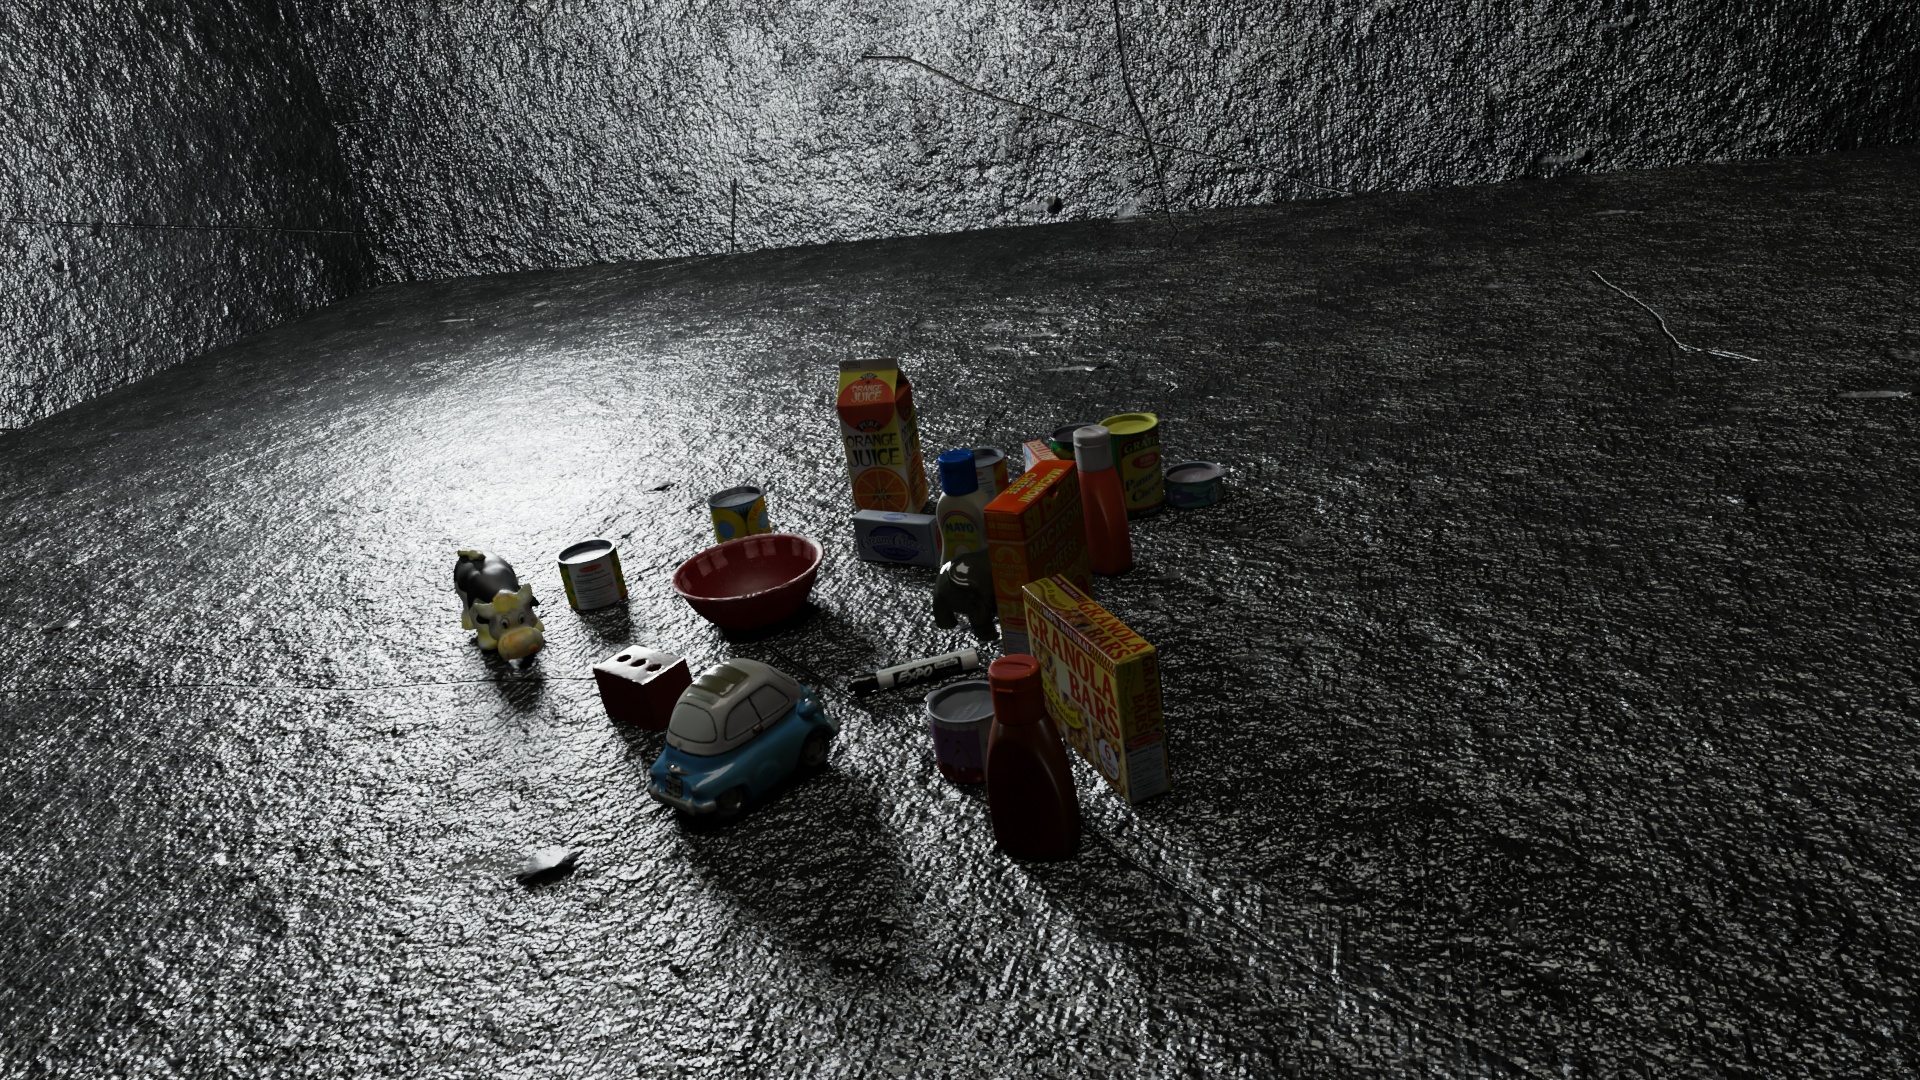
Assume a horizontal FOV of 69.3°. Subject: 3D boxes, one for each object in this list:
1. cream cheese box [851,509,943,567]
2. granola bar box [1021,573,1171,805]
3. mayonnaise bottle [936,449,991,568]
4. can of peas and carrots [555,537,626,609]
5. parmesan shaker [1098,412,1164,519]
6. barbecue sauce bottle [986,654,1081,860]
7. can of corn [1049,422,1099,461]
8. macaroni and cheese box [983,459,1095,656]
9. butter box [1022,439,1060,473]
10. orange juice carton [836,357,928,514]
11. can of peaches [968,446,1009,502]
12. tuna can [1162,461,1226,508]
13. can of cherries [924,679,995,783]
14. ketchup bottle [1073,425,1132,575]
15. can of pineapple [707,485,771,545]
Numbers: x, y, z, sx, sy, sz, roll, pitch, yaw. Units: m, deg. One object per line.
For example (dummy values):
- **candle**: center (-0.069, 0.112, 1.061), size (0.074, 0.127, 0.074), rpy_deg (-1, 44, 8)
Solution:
- **cream cheese box**: center (-0.067, -0.003, 1.516), size (0.104, 0.053, 0.024), rpy_deg (5, 26, 30)
- **granola bar box**: center (0.105, 0.113, 1.091), size (0.039, 0.123, 0.166), rpy_deg (-16, 24, -17)
- **mayonnaise bottle**: center (0.005, -0.018, 1.403), size (0.065, 0.147, 0.041), rpy_deg (1, 24, 22)
- **can of peas and carrots**: center (-0.409, 0.036, 1.541), size (0.071, 0.058, 0.071), rpy_deg (-7, 23, 3)
- **parmesan shaker**: center (0.194, -0.083, 1.547), size (0.071, 0.102, 0.071), rpy_deg (-7, 23, 3)
- **barbecue sauce bottle**: center (0.047, 0.154, 0.984), size (0.065, 0.148, 0.044), rpy_deg (3, 25, 27)
- **can of corn**: center (0.145, -0.103, 1.668), size (0.071, 0.058, 0.071), rpy_deg (-7, 23, 3)
- **macaroni and cheese box**: center (0.075, 0.026, 1.252), size (0.040, 0.165, 0.124), rpy_deg (4, 26, 29)
- **butter box**: center (0.101, -0.078, 1.633), size (0.024, 0.053, 0.104), rpy_deg (-13, 23, -10)
- **orange juice carton**: center (-0.093, -0.121, 1.624), size (0.072, 0.191, 0.073), rpy_deg (-3, 23, 15)
- **can of peaches**: center (0.025, -0.072, 1.641), size (0.071, 0.057, 0.071), rpy_deg (-7, 23, 3)
- **tuna can**: center (0.265, -0.063, 1.563), size (0.071, 0.032, 0.071), rpy_deg (-7, 23, 3)
- **can of cherries**: center (0.008, 0.153, 1.116), size (0.071, 0.058, 0.072), rpy_deg (-7, 23, 3)
- **ketchup bottle**: center (0.140, -0.041, 1.409), size (0.044, 0.148, 0.065), rpy_deg (-21, 25, -28)
- **can of pineapple**: center (-0.258, -0.026, 1.634), size (0.071, 0.057, 0.071), rpy_deg (-7, 23, 3)
